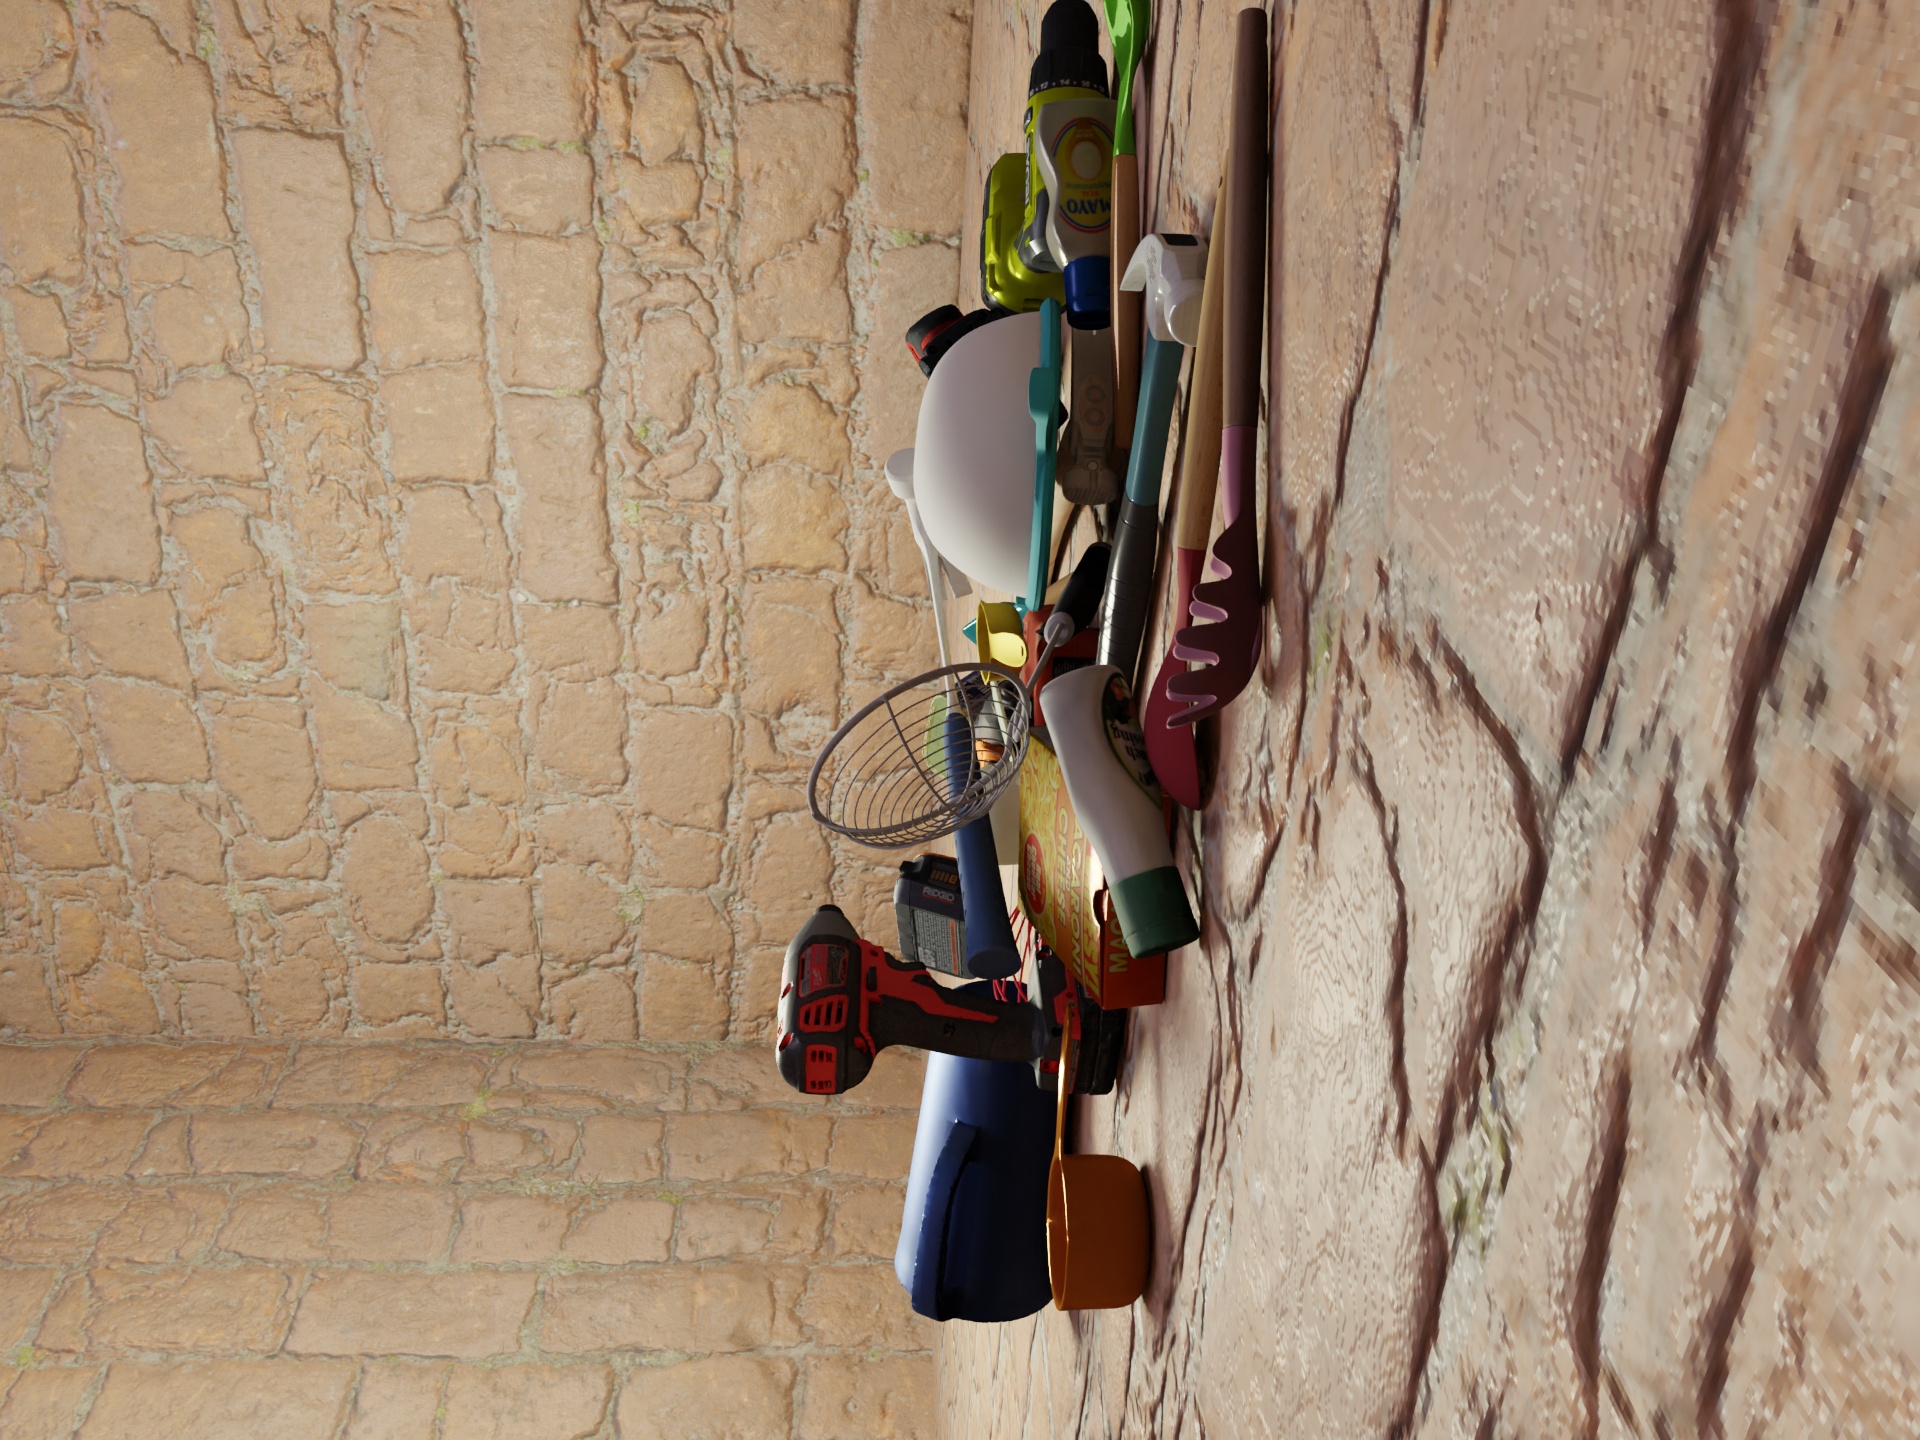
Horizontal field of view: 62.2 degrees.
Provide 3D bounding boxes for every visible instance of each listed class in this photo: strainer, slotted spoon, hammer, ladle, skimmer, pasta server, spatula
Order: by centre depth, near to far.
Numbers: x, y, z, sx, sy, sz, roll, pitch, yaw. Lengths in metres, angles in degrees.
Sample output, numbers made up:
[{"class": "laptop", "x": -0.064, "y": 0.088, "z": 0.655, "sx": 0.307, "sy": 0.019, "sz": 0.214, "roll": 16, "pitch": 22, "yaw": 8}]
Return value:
[{"class": "pasta server", "x": 0.115, "y": -0.154, "z": 0.693, "sx": 0.060, "sy": 0.040, "sz": 0.316, "roll": 23, "pitch": -111, "yaw": -82}, {"class": "ladle", "x": 0.116, "y": -0.109, "z": 0.764, "sx": 0.069, "sy": 0.031, "sz": 0.315, "roll": -96, "pitch": 10, "yaw": -75}, {"class": "hammer", "x": 0.102, "y": -0.117, "z": 0.906, "sx": 0.128, "sy": 0.033, "sz": 0.330, "roll": -94, "pitch": 7, "yaw": -50}, {"class": "skimmer", "x": 0.019, "y": -0.043, "z": 0.930, "sx": 0.127, "sy": 0.090, "sz": 0.363, "roll": -58, "pitch": 0, "yaw": 34}, {"class": "slotted spoon", "x": 0.104, "y": -0.330, "z": 1.007, "sx": 0.070, "sy": 0.031, "sz": 0.314, "roll": -149, "pitch": 59, "yaw": -86}, {"class": "strainer", "x": 0.014, "y": -0.181, "z": 1.023, "sx": 0.340, "sy": 0.095, "sz": 0.211, "roll": -17, "pitch": -70, "yaw": -88}, {"class": "hammer", "x": -0.002, "y": -0.004, "z": 1.116, "sx": 0.143, "sy": 0.035, "sz": 0.406, "roll": 68, "pitch": -170, "yaw": -52}, {"class": "hammer", "x": 0.078, "y": -0.182, "z": 1.272, "sx": 0.410, "sy": 0.038, "sz": 0.146, "roll": 107, "pitch": 165, "yaw": -77}, {"class": "spatula", "x": 0.066, "y": -0.088, "z": 1.336, "sx": 0.044, "sy": 0.082, "sz": 0.317, "roll": -54, "pitch": 4, "yaw": -8}]

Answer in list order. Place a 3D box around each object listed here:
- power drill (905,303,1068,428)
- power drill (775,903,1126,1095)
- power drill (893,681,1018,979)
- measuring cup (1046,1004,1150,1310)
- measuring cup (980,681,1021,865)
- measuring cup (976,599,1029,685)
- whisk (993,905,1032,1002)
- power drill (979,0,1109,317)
[{"class": "power drill", "x": 0.029, "y": -0.270, "z": 1.371, "sx": 0.187, "sy": 0.080, "sz": 0.227, "roll": 55, "pitch": -177, "yaw": -14}, {"class": "power drill", "x": -0.009, "y": 0.178, "z": 1.047, "sx": 0.143, "sy": 0.219, "sz": 0.078, "roll": -94, "pitch": 7, "yaw": -54}, {"class": "power drill", "x": 0.017, "y": 0.083, "z": 1.338, "sx": 0.164, "sy": 0.084, "sz": 0.227, "roll": 87, "pitch": -159, "yaw": -54}, {"class": "measuring cup", "x": 0.082, "y": 0.256, "z": 0.934, "sx": 0.095, "sy": 0.052, "sz": 0.174, "roll": 112, "pitch": 161, "yaw": -79}, {"class": "measuring cup", "x": 0.022, "y": 0.033, "z": 1.187, "sx": 0.083, "sy": 0.038, "sz": 0.168, "roll": 88, "pitch": 173, "yaw": -52}, {"class": "measuring cup", "x": 0.038, "y": -0.052, "z": 1.090, "sx": 0.156, "sy": 0.029, "sz": 0.062, "roll": -152, "pitch": 58, "yaw": -78}, {"class": "whisk", "x": 0.065, "y": 0.127, "z": 1.230, "sx": 0.296, "sy": 0.073, "sz": 0.073, "roll": -84, "pitch": -2, "yaw": -52}, {"class": "power drill", "x": 0.068, "y": -0.417, "z": 1.220, "sx": 0.228, "sy": 0.080, "sz": 0.190, "roll": 150, "pitch": 121, "yaw": -82}]
